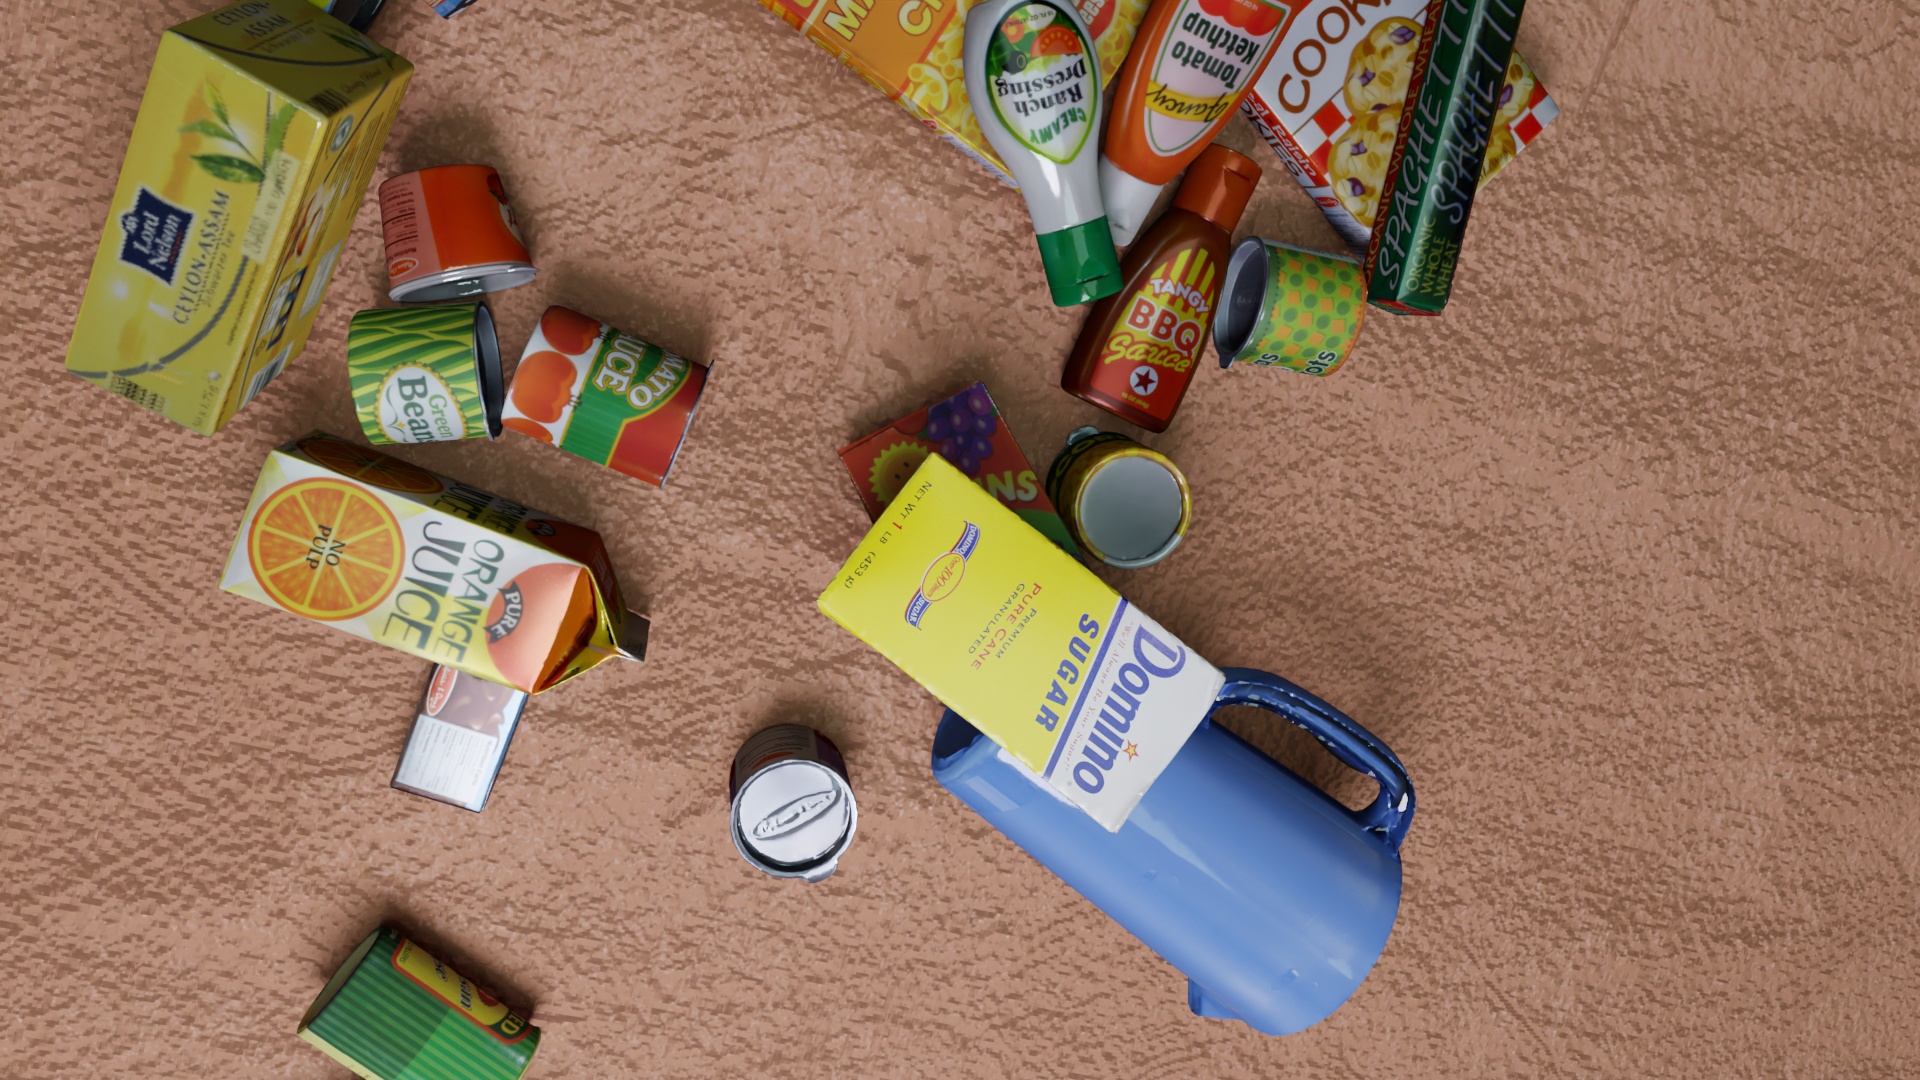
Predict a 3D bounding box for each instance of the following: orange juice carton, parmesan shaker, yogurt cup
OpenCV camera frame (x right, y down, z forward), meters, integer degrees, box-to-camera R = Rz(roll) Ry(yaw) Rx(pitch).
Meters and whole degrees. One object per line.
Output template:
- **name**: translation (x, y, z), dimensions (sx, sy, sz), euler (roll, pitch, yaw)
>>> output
- **orange juice carton**: translation (-0.246, 0.017, 0.687), dimensions (0.193, 0.072, 0.073), euler (22, 98, -13)
- **parmesan shaker**: translation (-0.283, 0.258, 0.729), dimensions (0.103, 0.071, 0.071), euler (42, 92, -15)
- **yogurt cup**: translation (-0.242, -0.146, 0.660), dimensions (0.072, 0.072, 0.054), euler (-13, 96, -7)

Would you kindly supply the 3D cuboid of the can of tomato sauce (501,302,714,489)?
- **can of tomato sauce**: translation (-0.173, -0.073, 0.684), dimensions (0.083, 0.071, 0.071), euler (22, 97, -13)

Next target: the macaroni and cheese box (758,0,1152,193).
- **macaroni and cheese box**: translation (0.001, -0.272, 0.690), dimensions (0.166, 0.040, 0.123), euler (33, 94, -15)

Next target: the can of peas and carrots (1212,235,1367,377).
- **can of peas and carrots**: translation (0.173, -0.121, 0.738), dimensions (0.059, 0.071, 0.070), euler (9, 100, -12)

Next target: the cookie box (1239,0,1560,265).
- **cookie box**: translation (0.217, -0.247, 0.735), dimensions (0.123, 0.040, 0.167), euler (-44, 106, 1)

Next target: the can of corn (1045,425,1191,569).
- **can of corn**: translation (0.083, -0.024, 0.745), dimensions (0.071, 0.058, 0.071), euler (-2, 102, -10)

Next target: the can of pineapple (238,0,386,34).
- **can of pineapple**: translation (-0.296, -0.261, 0.626), dimensions (0.058, 0.071, 0.071), euler (31, 95, -14)

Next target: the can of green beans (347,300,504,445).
- **can of green beans**: translation (-0.256, -0.080, 0.668), dimensions (0.058, 0.071, 0.071), euler (-6, 102, -9)

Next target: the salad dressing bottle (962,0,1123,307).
- **salad dressing bottle**: translation (0.044, -0.189, 0.672), dimensions (0.064, 0.044, 0.147), euler (-19, 106, -7)

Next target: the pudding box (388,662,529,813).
- **pudding box**: translation (-0.257, 0.094, 0.722), dimensions (0.050, 0.030, 0.083), euler (21, 97, -12)

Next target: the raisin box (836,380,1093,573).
- **raisin box**: translation (0.003, -0.009, 0.716), dimensions (0.086, 0.040, 0.123), euler (-28, 74, -3)

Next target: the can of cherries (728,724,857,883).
- **can of cherries**: translation (-0.091, 0.141, 0.747), dimensions (0.071, 0.058, 0.071), euler (-2, 101, -11)

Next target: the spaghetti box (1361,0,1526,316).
- **spaghetti box**: translation (0.250, -0.237, 0.695), dimensions (0.029, 0.050, 0.249), euler (10, 99, -12)

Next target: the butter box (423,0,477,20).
- **butter box**: translation (-0.225, -0.264, 0.618), dimensions (0.053, 0.103, 0.024), euler (-35, 105, -1)

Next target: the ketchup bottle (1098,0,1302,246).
- **ketchup bottle**: translation (0.105, -0.219, 0.692), dimensions (0.065, 0.044, 0.148), euler (19, 123, -17)

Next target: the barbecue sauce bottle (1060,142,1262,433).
- **barbecue sauce bottle**: translation (0.111, -0.135, 0.735), dimensions (0.065, 0.044, 0.148), euler (23, 96, -20)
